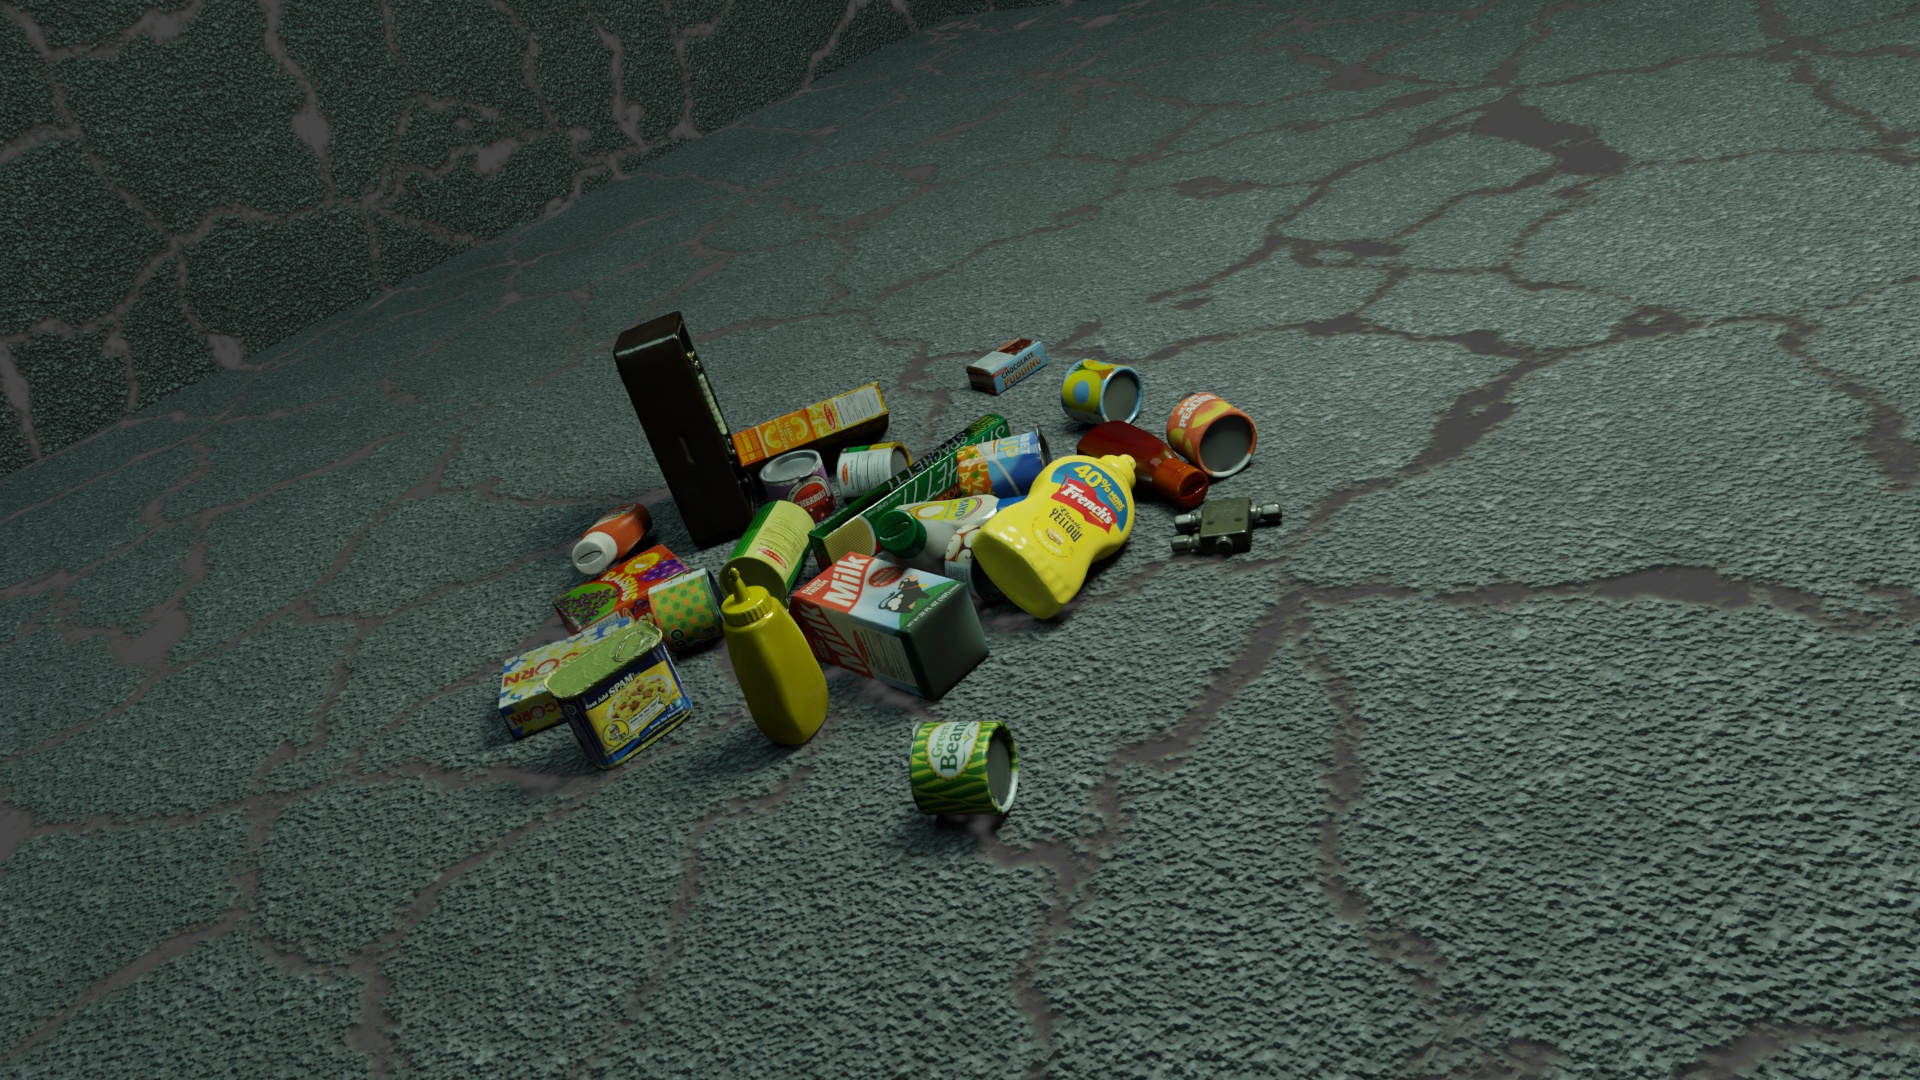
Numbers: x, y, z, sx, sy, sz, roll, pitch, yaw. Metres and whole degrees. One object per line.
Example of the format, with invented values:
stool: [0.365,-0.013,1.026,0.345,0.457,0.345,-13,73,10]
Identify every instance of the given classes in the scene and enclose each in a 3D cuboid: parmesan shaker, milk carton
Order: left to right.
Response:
parmesan shaker: [-0.182,0.017,1.338,0.071,0.071,0.103,-8,30,18]
milk carton: [-0.073,0.066,1.181,0.190,0.073,0.073,13,42,44]

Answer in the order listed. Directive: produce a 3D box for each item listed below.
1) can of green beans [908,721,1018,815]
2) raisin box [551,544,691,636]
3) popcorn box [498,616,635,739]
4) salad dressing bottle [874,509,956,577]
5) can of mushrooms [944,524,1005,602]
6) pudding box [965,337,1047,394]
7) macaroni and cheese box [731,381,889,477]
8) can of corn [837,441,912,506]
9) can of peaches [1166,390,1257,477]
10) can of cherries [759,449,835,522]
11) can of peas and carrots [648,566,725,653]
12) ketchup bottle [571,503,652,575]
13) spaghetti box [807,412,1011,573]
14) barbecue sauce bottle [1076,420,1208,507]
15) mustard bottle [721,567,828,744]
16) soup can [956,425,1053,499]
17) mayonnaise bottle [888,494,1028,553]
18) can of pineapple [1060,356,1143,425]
can of green beans: [0.003,0.161,0.982,0.058,0.071,0.071,-5,32,23]
raisin box: [-0.330,0.058,1.375,0.124,0.040,0.086,-30,30,-21]
popcorn box: [-0.355,0.124,1.275,0.127,0.038,0.085,-20,29,-3]
salad dressing bottle: [-0.038,0.003,1.212,0.064,0.044,0.147,-25,-13,7]
can of mushrooms: [0.019,0.018,1.216,0.033,0.070,0.071,6,37,39]
pudding box: [0.055,-0.204,1.614,0.084,0.030,0.050,-34,32,-27]
macaroni and cheese box: [-0.163,-0.121,1.531,0.167,0.040,0.123,-20,-2,-4]
can of corn: [-0.085,-0.066,1.423,0.058,0.071,0.071,-5,31,21]
can of peaches: [0.233,-0.100,1.294,0.071,0.071,0.058,-24,30,-10]
can of cherries: [-0.169,-0.053,1.454,0.071,0.058,0.072,-13,29,7]
can of peas and carrots: [-0.250,0.067,1.289,0.059,0.070,0.071,-20,29,-3]
ketchup bottle: [-0.367,0.000,1.450,0.065,0.043,0.149,-25,13,6]
spaghetti box: [-0.043,-0.048,1.383,0.251,0.050,0.029,-35,35,-28]
barbecue sauce bottle: [0.173,-0.071,1.306,0.065,0.043,0.149,-29,31,-18]
mustard bottle: [-0.154,0.086,1.103,0.049,0.159,0.066,-4,31,28]
soup can: [0.044,-0.069,1.348,0.084,0.071,0.072,-12,30,13]
mayonnaise bottle: [0.005,-0.016,1.310,0.148,0.041,0.065,-8,31,19]
can of pineapple: [0.147,-0.153,1.436,0.071,0.070,0.058,-36,35,-29]
